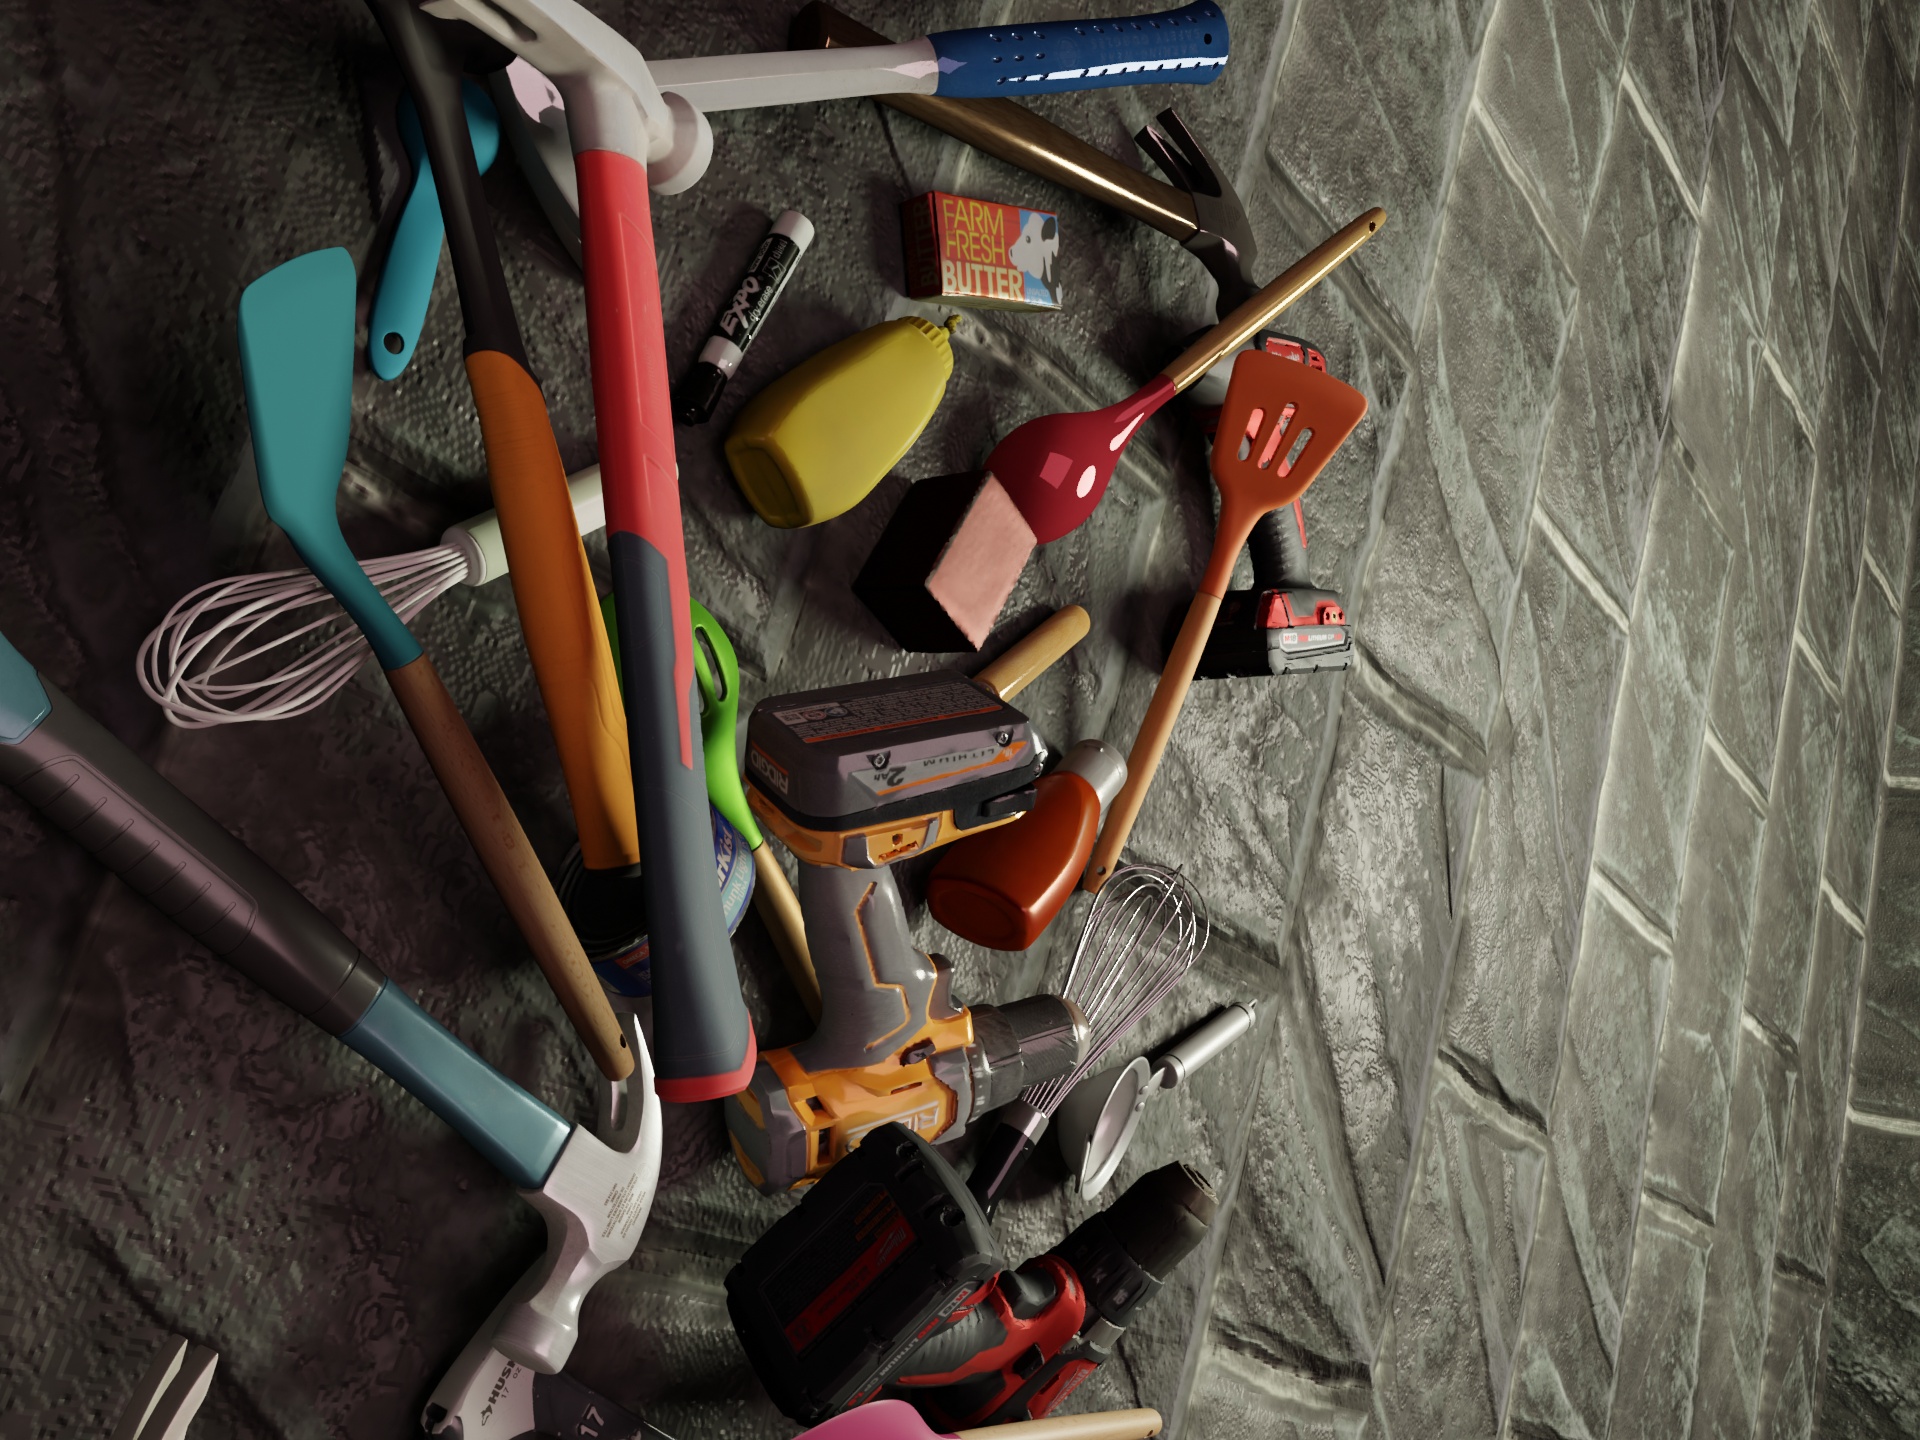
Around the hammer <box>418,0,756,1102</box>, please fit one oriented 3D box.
[{"bbox_3d":[-0.119,-0.056,0.568,0.143,0.038,0.386,1,83,-72],"label":"hammer"}]

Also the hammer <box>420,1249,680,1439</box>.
[{"bbox_3d":[-0.084,0.370,0.740,0.408,0.036,0.149,50,55,-36],"label":"hammer"}]

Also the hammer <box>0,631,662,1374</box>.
[{"bbox_3d":[-0.225,0.094,0.566,0.330,0.033,0.128,51,46,-29],"label":"hammer"}]

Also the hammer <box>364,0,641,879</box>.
[{"bbox_3d":[-0.162,-0.100,0.574,0.127,0.034,0.336,-50,130,-71],"label":"hammer"}]

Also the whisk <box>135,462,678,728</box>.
[{"bbox_3d":[-0.195,-0.059,0.606,0.246,0.059,0.057,-37,155,-45],"label":"whisk"}]

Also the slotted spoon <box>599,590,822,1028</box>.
[{"bbox_3d":[-0.087,0.078,0.740,0.070,0.031,0.313,-40,120,-34],"label":"slotted spoon"}]

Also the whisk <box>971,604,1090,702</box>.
[{"bbox_3d":[-0.003,-0.002,0.826,0.245,0.051,0.047,-40,139,-44],"label":"whisk"}]

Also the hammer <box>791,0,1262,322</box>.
[{"bbox_3d":[0.048,-0.309,0.859,0.331,0.031,0.130,8,63,-42],"label":"hammer"}]

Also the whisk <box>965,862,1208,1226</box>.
[{"bbox_3d":[0.052,0.191,0.866,0.285,0.070,0.070,-55,128,-24],"label":"whisk"}]

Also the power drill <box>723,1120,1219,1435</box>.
[{"bbox_3d":[0.018,0.263,0.751,0.188,0.080,0.226,-44,139,2],"label":"power drill"}]

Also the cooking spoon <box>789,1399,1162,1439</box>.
[{"bbox_3d":[0.012,0.340,0.745,0.318,0.017,0.068,24,106,-50],"label":"cooking spoon"}]

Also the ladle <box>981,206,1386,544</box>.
[{"bbox_3d":[0.134,-0.202,0.895,0.315,0.031,0.069,-40,122,-17],"label":"ladle"}]

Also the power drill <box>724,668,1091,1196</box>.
[{"bbox_3d":[-0.014,0.095,0.724,0.185,0.084,0.226,-10,116,-30],"label":"power drill"}]

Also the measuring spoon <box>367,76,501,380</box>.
[{"bbox_3d":[-0.203,-0.191,0.612,0.042,0.021,0.129,22,73,-45],"label":"measuring spoon"}]

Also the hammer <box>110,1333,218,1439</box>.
[{"bbox_3d":[-0.136,0.317,0.627,0.410,0.038,0.146,23,71,-47],"label":"hammer"}]

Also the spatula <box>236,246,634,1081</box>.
[{"bbox_3d":[-0.174,-0.001,0.557,0.082,0.044,0.317,-84,156,-64],"label":"spatula"}]

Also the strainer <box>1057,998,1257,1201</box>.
[{"bbox_3d":[0.119,0.214,0.956,0.258,0.050,0.086,-18,125,-52],"label":"strainer"}]

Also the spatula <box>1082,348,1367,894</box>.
[{"bbox_3d":[0.136,-0.050,0.914,0.081,0.041,0.322,21,91,-5],"label":"spatula"}]

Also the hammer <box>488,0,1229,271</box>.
[{"bbox_3d":[-0.024,-0.300,0.745,0.405,0.035,0.144,-21,107,-34],"label":"hammer"}]

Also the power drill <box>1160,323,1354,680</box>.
[{"bbox_3d":[0.179,-0.137,0.993,0.143,0.078,0.219,-5,91,-47],"label":"power drill"}]
